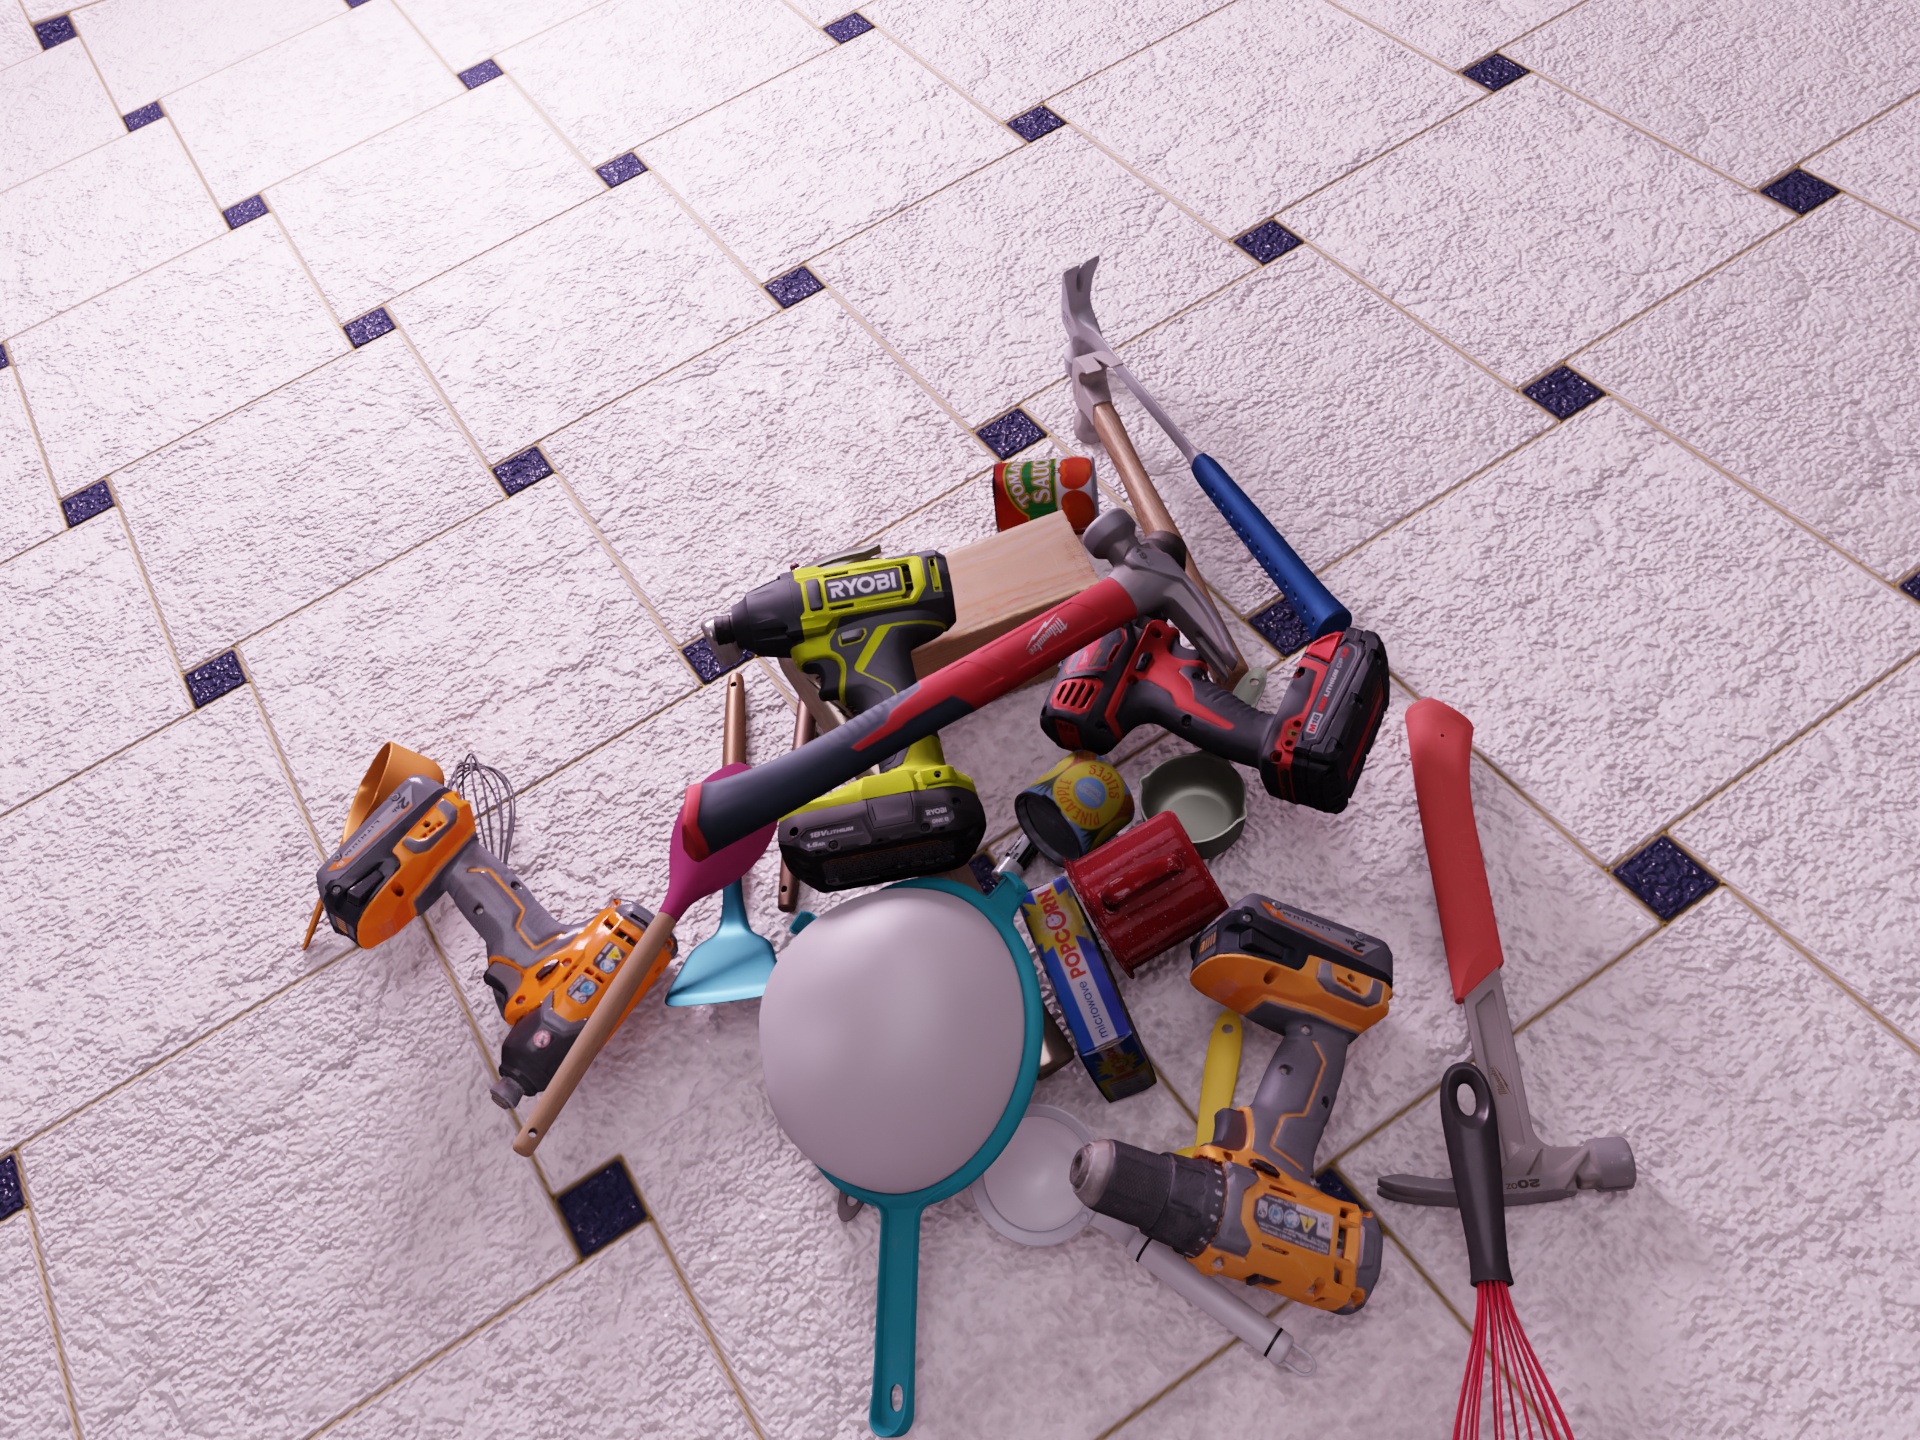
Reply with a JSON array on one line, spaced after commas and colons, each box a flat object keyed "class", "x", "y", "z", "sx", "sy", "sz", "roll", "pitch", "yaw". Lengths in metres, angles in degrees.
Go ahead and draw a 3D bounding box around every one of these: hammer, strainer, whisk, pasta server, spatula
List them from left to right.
[{"class": "whisk", "x": -0.356, "y": 0.125, "z": 1.208, "sx": 0.055, "sy": 0.055, "sz": 0.239, "roll": -19, "pitch": 57, "yaw": -2}, {"class": "spatula", "x": -0.173, "y": 0.081, "z": 1.199, "sx": 0.082, "sy": 0.044, "sz": 0.318, "roll": -8, "pitch": 52, "yaw": 3}, {"class": "pasta server", "x": -0.127, "y": 0.005, "z": 1.249, "sx": 0.060, "sy": 0.040, "sz": 0.317, "roll": -14, "pitch": 52, "yaw": 21}, {"class": "strainer", "x": -0.060, "y": 0.253, "z": 0.973, "sx": 0.211, "sy": 0.095, "sz": 0.341, "roll": -15, "pitch": 63, "yaw": 34}, {"class": "hammer", "x": -0.030, "y": 0.060, "z": 1.118, "sx": 0.146, "sy": 0.038, "sz": 0.411, "roll": -29, "pitch": 70, "yaw": -8}, {"class": "hammer", "x": -0.002, "y": -0.003, "z": 1.025, "sx": 0.386, "sy": 0.038, "sz": 0.143, "roll": -30, "pitch": 70, "yaw": -22}, {"class": "strainer", "x": 0.102, "y": 0.315, "z": 0.968, "sx": 0.259, "sy": 0.050, "sz": 0.087, "roll": 31, "pitch": 89, "yaw": 23}, {"class": "hammer", "x": 0.155, "y": -0.166, "z": 1.280, "sx": 0.031, "sy": 0.130, "sz": 0.332, "roll": -19, "pitch": 61, "yaw": -4}, {"class": "hammer", "x": 0.190, "y": -0.221, "z": 1.305, "sx": 0.035, "sy": 0.144, "sz": 0.406, "roll": -28, "pitch": 60, "yaw": -8}, {"class": "hammer", "x": 0.327, "y": 0.140, "z": 1.051, "sx": 0.149, "sy": 0.036, "sz": 0.359, "roll": -6, "pitch": 54, "yaw": 8}, {"class": "whisk", "x": 0.297, "y": 0.333, "z": 0.883, "sx": 0.073, "sy": 0.073, "sz": 0.296, "roll": -4, "pitch": 58, "yaw": 10}]

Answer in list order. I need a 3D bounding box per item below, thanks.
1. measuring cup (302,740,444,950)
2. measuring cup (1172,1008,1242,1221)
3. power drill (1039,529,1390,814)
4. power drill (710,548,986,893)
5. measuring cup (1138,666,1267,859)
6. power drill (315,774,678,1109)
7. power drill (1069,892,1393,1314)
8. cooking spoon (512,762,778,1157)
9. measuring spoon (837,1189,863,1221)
[{"class": "measuring cup", "x": -0.457, "y": 0.105, "z": 1.241, "sx": 0.095, "sy": 0.052, "sz": 0.173, "roll": 13, "pitch": 81, "yaw": 63}, {"class": "measuring cup", "x": 0.159, "y": 0.251, "z": 1.008, "sx": 0.062, "sy": 0.029, "sz": 0.157, "roll": 6, "pitch": 58, "yaw": 17}, {"class": "power drill", "x": 0.187, "y": -0.041, "z": 1.137, "sx": 0.227, "sy": 0.080, "sz": 0.188, "roll": 16, "pitch": 64, "yaw": 27}, {"class": "power drill", "x": -0.075, "y": -0.004, "z": 1.089, "sx": 0.171, "sy": 0.080, "sz": 0.223, "roll": -10, "pitch": 64, "yaw": -3}, {"class": "measuring cup", "x": 0.188, "y": 0.031, "z": 1.162, "sx": 0.083, "sy": 0.038, "sz": 0.168, "roll": 18, "pitch": 58, "yaw": 24}, {"class": "power drill", "x": -0.336, "y": 0.158, "z": 1.118, "sx": 0.226, "sy": 0.084, "sz": 0.164, "roll": 32, "pitch": 58, "yaw": 6}, {"class": "power drill", "x": 0.169, "y": 0.222, "z": 0.963, "sx": 0.185, "sy": 0.084, "sz": 0.226, "roll": 21, "pitch": 57, "yaw": -8}, {"class": "cooking spoon", "x": -0.216, "y": 0.158, "z": 1.100, "sx": 0.068, "sy": 0.017, "sz": 0.319, "roll": 32, "pitch": 60, "yaw": -4}, {"class": "measuring spoon", "x": -0.052, "y": 0.273, "z": 1.052, "sx": 0.034, "sy": 0.018, "sz": 0.124, "roll": 12, "pitch": 64, "yaw": 26}]
